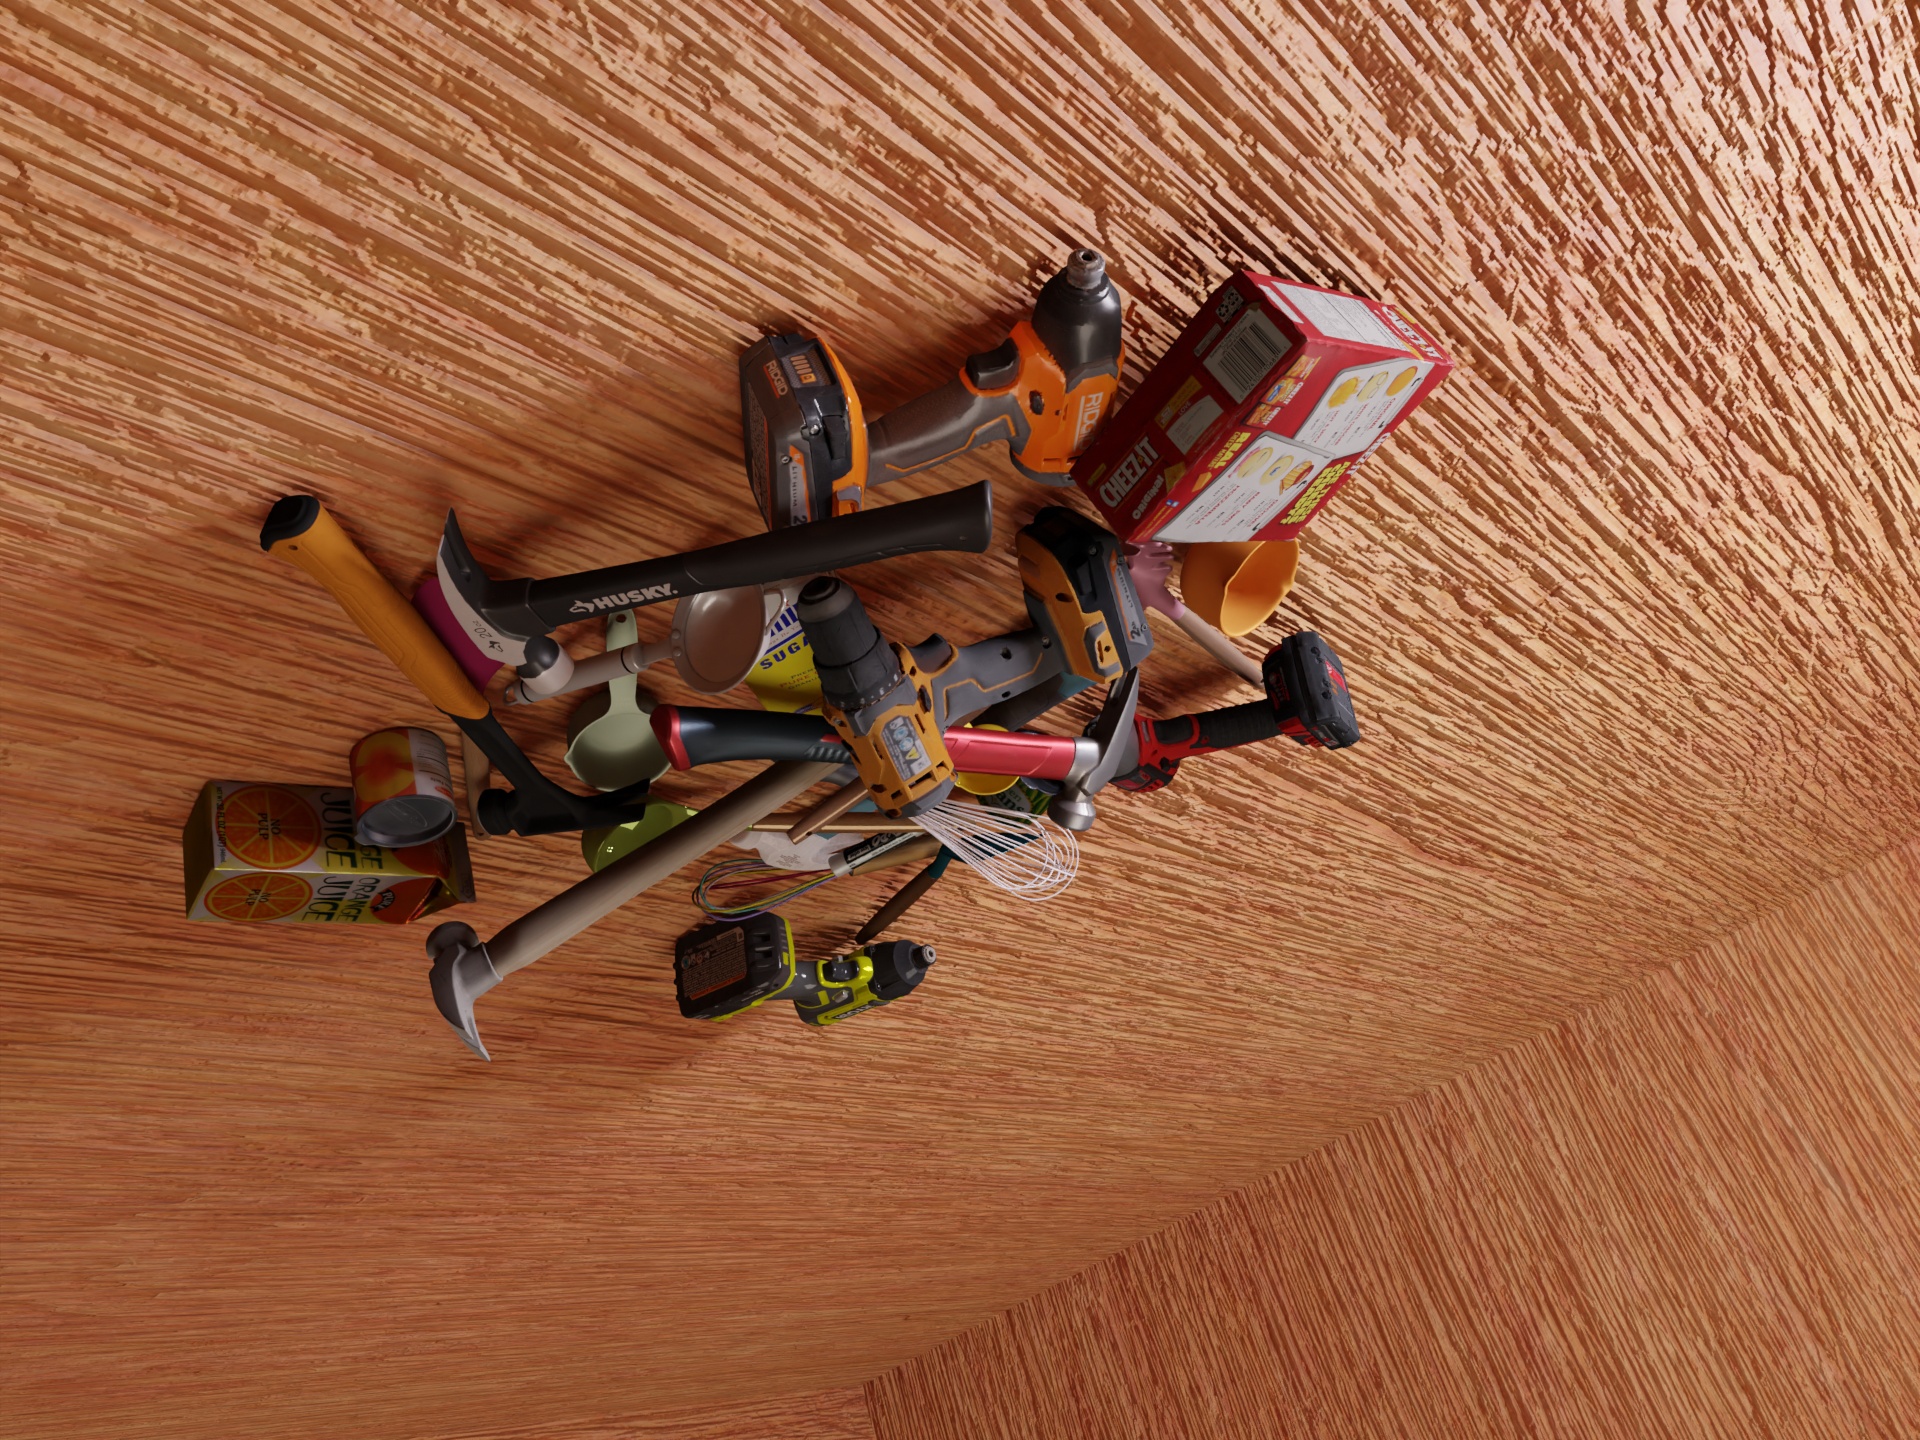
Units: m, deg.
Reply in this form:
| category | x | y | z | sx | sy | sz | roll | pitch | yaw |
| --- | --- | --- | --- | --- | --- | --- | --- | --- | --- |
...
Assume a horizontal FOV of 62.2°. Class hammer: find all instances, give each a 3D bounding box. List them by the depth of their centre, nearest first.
| category | x | y | z | sx | sy | sz | roll | pitch | yaw |
| --- | --- | --- | --- | --- | --- | --- | --- | --- | --- |
| hammer | -0.140 | -0.091 | 0.913 | 0.335 | 0.035 | 0.146 | -10 | 145 | 16 |
| hammer | -0.321 | -0.024 | 1.008 | 0.127 | 0.034 | 0.336 | -6 | 145 | 15 |
| hammer | -0.037 | 0.004 | 1.155 | 0.386 | 0.038 | 0.143 | 5 | 111 | -34 |
| hammer | -0.197 | 0.093 | 1.161 | 0.410 | 0.146 | 0.038 | -33 | 121 | -10 |
| hammer | -0.029 | 0.036 | 1.322 | 0.331 | 0.033 | 0.128 | -31 | 147 | 18 |

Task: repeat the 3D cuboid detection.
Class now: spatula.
| category | x | y | z | sx | sy | sz | roll | pitch | yaw |
| --- | --- | --- | --- | --- | --- | --- | --- | --- | --- |
| spatula | -0.002 | -0.004 | 1.214 | 0.316 | 0.018 | 0.059 | -36 | 140 | -6 |
| spatula | -0.031 | 0.159 | 1.466 | 0.082 | 0.044 | 0.317 | -19 | 163 | -34 |

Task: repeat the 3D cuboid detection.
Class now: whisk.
| category | x | y | z | sx | sy | sz | roll | pitch | yaw |
| --- | --- | --- | --- | --- | --- | --- | --- | --- | --- |
| whisk | -0.030 | 0.069 | 1.274 | 0.284 | 0.070 | 0.070 | 25 | 133 | -16 |
| whisk | -0.121 | 0.131 | 1.421 | 0.245 | 0.051 | 0.047 | -11 | -176 | -23 |

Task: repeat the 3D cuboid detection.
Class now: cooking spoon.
| category | x | y | z | sx | sy | sz | roll | pitch | yaw |
| --- | --- | --- | --- | --- | --- | --- | --- | --- | --- |
| cooking spoon | -0.335 | 0.002 | 1.094 | 0.068 | 0.017 | 0.318 | 9 | 146 | -8 |

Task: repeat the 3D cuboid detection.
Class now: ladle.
| category | x | y | z | sx | sy | sz | roll | pitch | yaw |
| --- | --- | --- | --- | --- | --- | --- | --- | --- | --- |
| ladle | -0.140 | 0.091 | 1.276 | 0.320 | 0.062 | 0.078 | 1 | 139 | -15 |

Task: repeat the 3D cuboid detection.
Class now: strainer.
| category | x | y | z | sx | sy | sz | roll | pitch | yaw |
| --- | --- | --- | --- | --- | --- | --- | --- | --- | --- |
| strainer | -0.204 | -0.044 | 1.035 | 0.258 | 0.087 | 0.050 | -13 | 163 | 28 |

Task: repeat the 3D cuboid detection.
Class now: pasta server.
| category | x | y | z | sx | sy | sz | roll | pitch | yaw |
| --- | --- | --- | --- | --- | --- | --- | --- | --- | --- |
| pasta server | 0.189 | -0.074 | 1.269 | 0.060 | 0.040 | 0.316 | -56 | 144 | 3 |

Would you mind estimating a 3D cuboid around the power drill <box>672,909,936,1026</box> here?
| category | x | y | z | sx | sy | sz | roll | pitch | yaw |
| --- | --- | --- | --- | --- | --- | --- | --- | --- | --- |
| power drill | -0.145 | 0.239 | 1.519 | 0.171 | 0.080 | 0.223 | -27 | 152 | 34 |

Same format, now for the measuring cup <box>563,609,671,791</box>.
| category | x | y | z | sx | sy | sz | roll | pitch | yaw |
| --- | --- | --- | --- | --- | --- | --- | --- | --- | --- |
| measuring cup | -0.239 | -0.023 | 1.114 | 0.083 | 0.038 | 0.167 | -6 | 131 | -18 |

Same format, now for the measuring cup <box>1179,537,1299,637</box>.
| category | x | y | z | sx | sy | sz | roll | pitch | yaw |
| --- | --- | --- | --- | --- | --- | --- | --- | --- | --- |
| measuring cup | 0.218 | -0.148 | 1.167 | 0.095 | 0.052 | 0.173 | -5 | 123 | -49 |

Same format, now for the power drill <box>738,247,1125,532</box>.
| category | x | y | z | sx | sy | sz | roll | pitch | yaw |
| --- | --- | --- | --- | --- | --- | --- | --- | --- | --- |
| power drill | -0.010 | -0.191 | 0.929 | 0.226 | 0.084 | 0.164 | -16 | 149 | -15 |

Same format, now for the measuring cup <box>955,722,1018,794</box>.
| category | x | y | z | sx | sy | sz | roll | pitch | yaw |
| --- | --- | --- | --- | --- | --- | --- | --- | --- | --- |
| measuring cup | -0.005 | -0.005 | 1.247 | 0.062 | 0.029 | 0.156 | -30 | 120 | 12 |

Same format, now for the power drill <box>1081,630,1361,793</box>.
| category | x | y | z | sx | sy | sz | roll | pitch | yaw |
| --- | --- | --- | --- | --- | --- | --- | --- | --- | --- |
| power drill | 0.210 | 0.002 | 1.332 | 0.219 | 0.079 | 0.143 | -18 | 160 | 22 |

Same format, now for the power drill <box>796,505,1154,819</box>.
| category | x | y | z | sx | sy | sz | roll | pitch | yaw |
| --- | --- | --- | --- | --- | --- | --- | --- | --- | --- |
| power drill | 0.005 | -0.059 | 1.080 | 0.226 | 0.084 | 0.185 | -33 | 126 | -11 |
